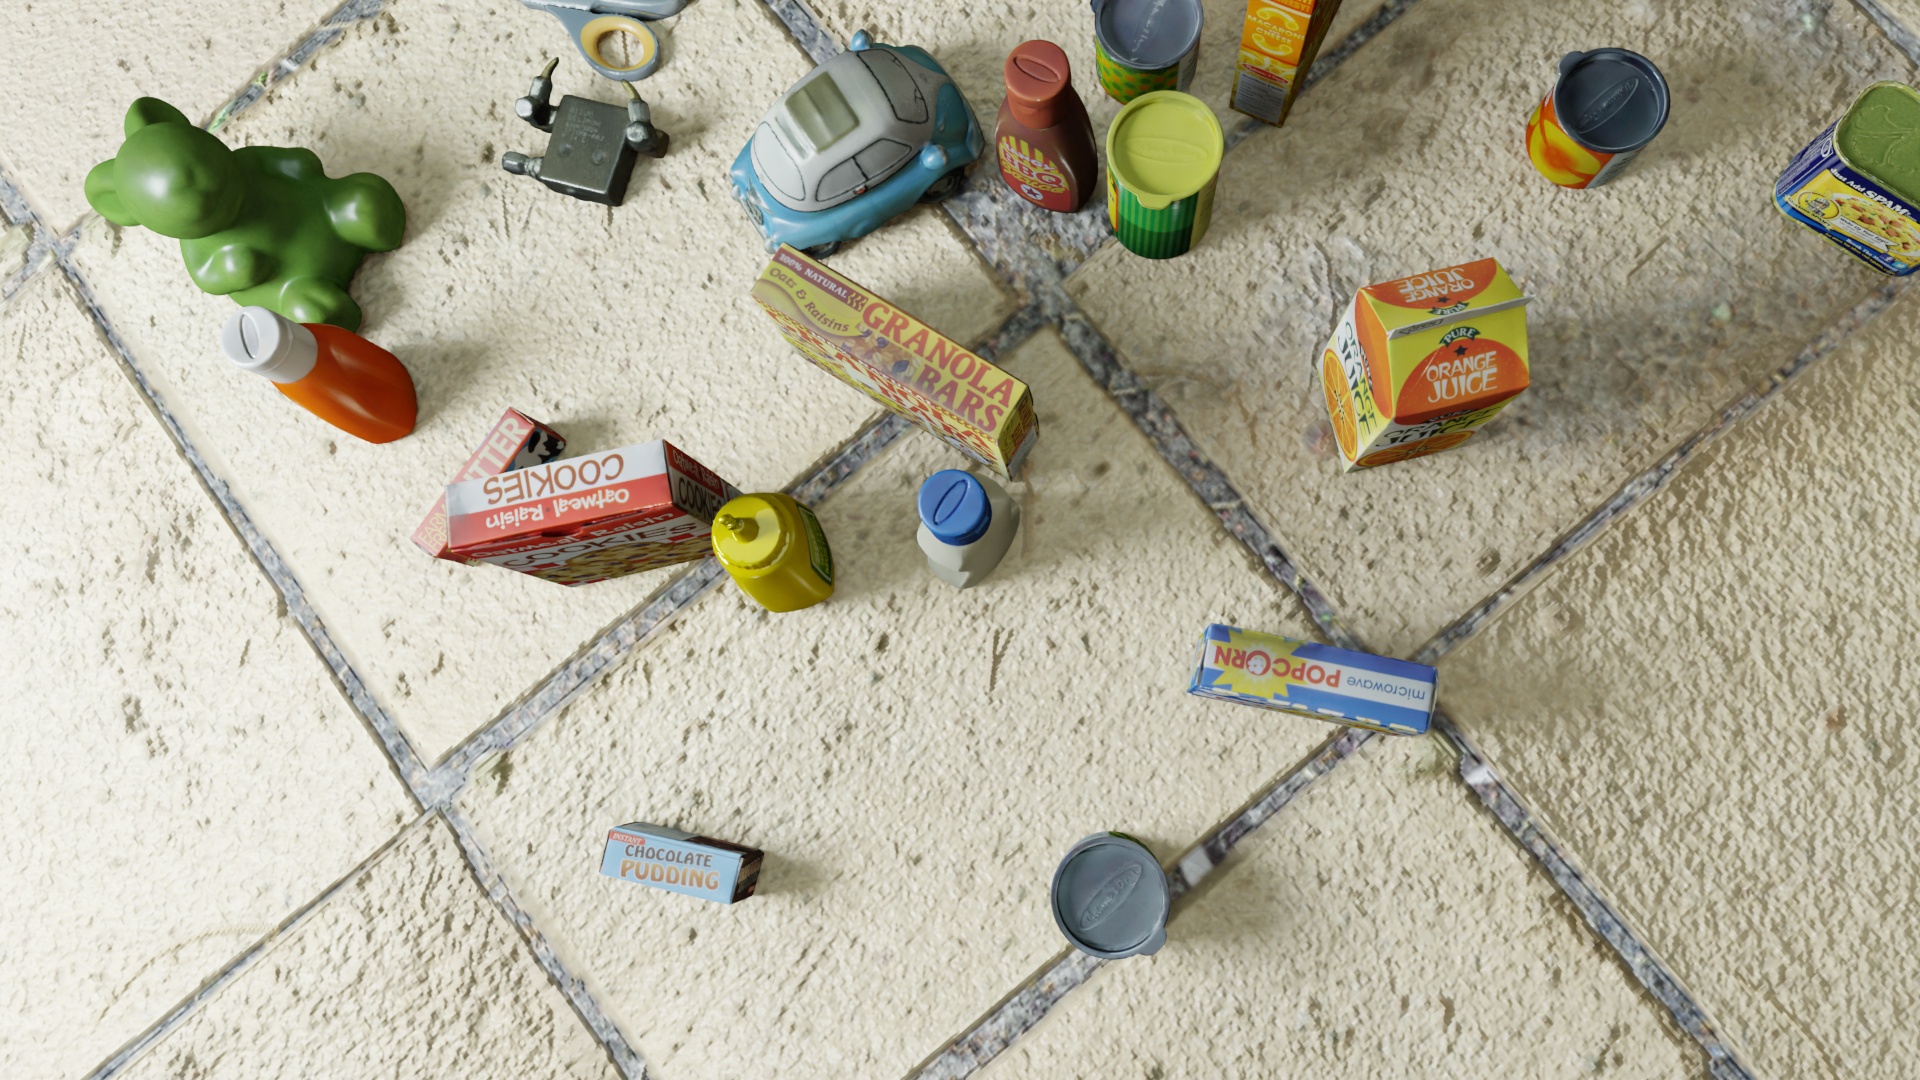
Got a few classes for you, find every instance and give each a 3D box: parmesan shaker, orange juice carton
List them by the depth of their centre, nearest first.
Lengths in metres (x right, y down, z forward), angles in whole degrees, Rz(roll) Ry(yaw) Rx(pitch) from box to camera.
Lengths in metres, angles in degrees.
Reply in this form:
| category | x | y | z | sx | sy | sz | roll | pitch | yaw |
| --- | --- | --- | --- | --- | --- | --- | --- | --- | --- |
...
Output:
| category | x | y | z | sx | sy | sz | roll | pitch | yaw |
| --- | --- | --- | --- | --- | --- | --- | --- | --- | --- |
| orange juice carton | 0.251 | -0.095 | 0.756 | 0.072 | 0.192 | 0.073 | -13 | 81 | 4 |
| parmesan shaker | 0.120 | -0.213 | 0.834 | 0.071 | 0.103 | 0.071 | -1 | 81 | 6 |

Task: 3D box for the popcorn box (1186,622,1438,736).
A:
| category | x | y | z | sx | sy | sz | roll | pitch | yaw |
| --- | --- | --- | --- | --- | --- | --- | --- | --- | --- |
| popcorn box | 0.196 | 0.080 | 0.788 | 0.127 | 0.085 | 0.038 | 11 | 83 | 7 |

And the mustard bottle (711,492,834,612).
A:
| category | x | y | z | sx | sy | sz | roll | pitch | yaw |
| --- | --- | --- | --- | --- | --- | --- | --- | --- | --- |
| mustard bottle | -0.109 | 0.003 | 0.793 | 0.049 | 0.160 | 0.065 | -17 | 80 | 3 |

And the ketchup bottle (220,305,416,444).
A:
| category | x | y | z | sx | sy | sz | roll | pitch | yaw |
| --- | --- | --- | --- | --- | --- | --- | --- | --- | --- |
| ketchup bottle | -0.387 | -0.104 | 0.844 | 0.043 | 0.148 | 0.065 | -20 | 80 | 3 |

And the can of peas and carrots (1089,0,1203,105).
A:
| category | x | y | z | sx | sy | sz | roll | pitch | yaw |
| --- | --- | --- | --- | --- | --- | --- | --- | --- | --- |
| can of peas and carrots | 0.115 | -0.314 | 0.873 | 0.071 | 0.058 | 0.071 | -1 | 81 | 6 |

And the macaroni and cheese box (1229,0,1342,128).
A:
| category | x | y | z | sx | sy | sz | roll | pitch | yaw |
| --- | --- | --- | --- | --- | --- | --- | --- | --- | --- |
| macaroni and cheese box | 0.206 | -0.336 | 0.812 | 0.040 | 0.166 | 0.124 | 25 | 85 | 9 |

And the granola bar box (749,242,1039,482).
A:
| category | x | y | z | sx | sy | sz | roll | pitch | yaw |
| --- | --- | --- | --- | --- | --- | --- | --- | --- | --- |
| granola bar box | -0.034 | -0.103 | 0.821 | 0.166 | 0.124 | 0.039 | 31 | 86 | 10 |

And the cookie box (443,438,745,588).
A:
| category | x | y | z | sx | sy | sz | roll | pitch | yaw |
| --- | --- | --- | --- | --- | --- | --- | --- | --- | --- |
| cookie box | -0.201 | -0.011 | 0.801 | 0.123 | 0.167 | 0.040 | -12 | 81 | 4 |

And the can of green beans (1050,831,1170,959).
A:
| category | x | y | z | sx | sy | sz | roll | pitch | yaw |
| --- | --- | --- | --- | --- | --- | --- | --- | --- | --- |
| can of green beans | 0.085 | 0.201 | 0.794 | 0.071 | 0.057 | 0.071 | -1 | 81 | 6 |

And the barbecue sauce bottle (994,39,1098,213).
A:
| category | x | y | z | sx | sy | sz | roll | pitch | yaw |
| --- | --- | --- | --- | --- | --- | --- | --- | --- | --- |
| barbecue sauce bottle | 0.049 | -0.245 | 0.823 | 0.065 | 0.148 | 0.043 | 29 | 86 | 9 |

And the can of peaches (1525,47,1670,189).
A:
| category | x | y | z | sx | sy | sz | roll | pitch | yaw |
| --- | --- | --- | --- | --- | --- | --- | --- | --- | --- |
| can of peaches | 0.380 | -0.254 | 0.836 | 0.071 | 0.058 | 0.071 | -1 | 81 | 6 |

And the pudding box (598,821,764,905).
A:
| category | x | y | z | sx | sy | sz | roll | pitch | yaw |
| --- | --- | --- | --- | --- | --- | --- | --- | --- | --- |
| pudding box | -0.165 | 0.191 | 0.825 | 0.084 | 0.049 | 0.030 | 11 | 83 | 7 |

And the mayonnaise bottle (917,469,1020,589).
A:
| category | x | y | z | sx | sy | sz | roll | pitch | yaw |
| --- | --- | --- | --- | --- | --- | --- | --- | --- | --- |
| mayonnaise bottle | 0.003 | -0.010 | 0.790 | 0.041 | 0.148 | 0.065 | 35 | 86 | 10 |

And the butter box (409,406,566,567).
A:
| category | x | y | z | sx | sy | sz | roll | pitch | yaw |
| --- | --- | --- | --- | --- | --- | --- | --- | --- | --- |
| butter box | -0.295 | -0.032 | 0.872 | 0.024 | 0.053 | 0.103 | 35 | 86 | 10 |
